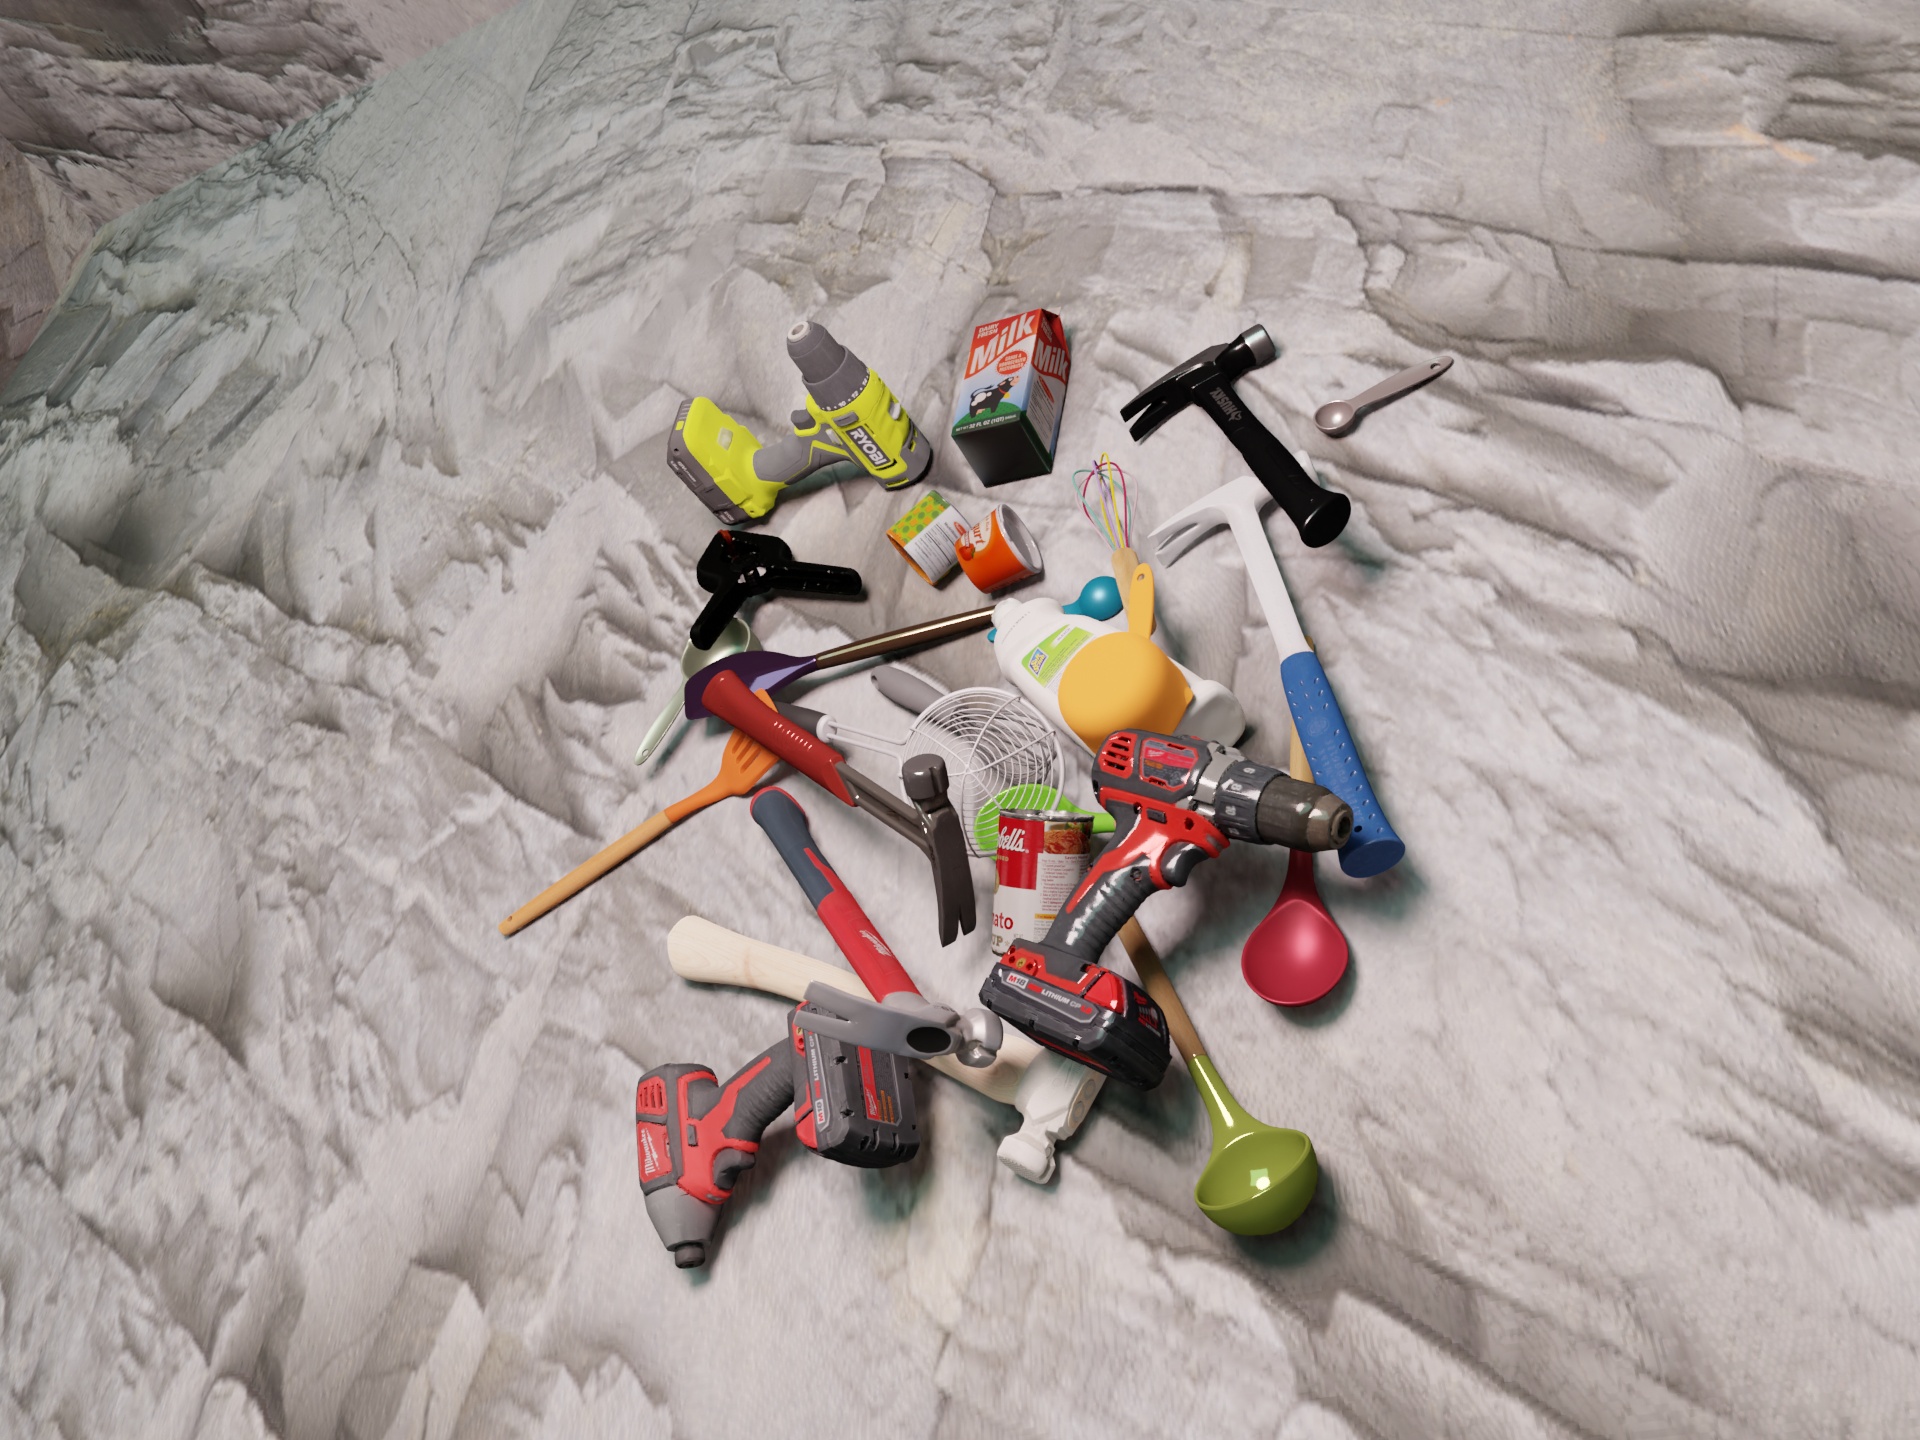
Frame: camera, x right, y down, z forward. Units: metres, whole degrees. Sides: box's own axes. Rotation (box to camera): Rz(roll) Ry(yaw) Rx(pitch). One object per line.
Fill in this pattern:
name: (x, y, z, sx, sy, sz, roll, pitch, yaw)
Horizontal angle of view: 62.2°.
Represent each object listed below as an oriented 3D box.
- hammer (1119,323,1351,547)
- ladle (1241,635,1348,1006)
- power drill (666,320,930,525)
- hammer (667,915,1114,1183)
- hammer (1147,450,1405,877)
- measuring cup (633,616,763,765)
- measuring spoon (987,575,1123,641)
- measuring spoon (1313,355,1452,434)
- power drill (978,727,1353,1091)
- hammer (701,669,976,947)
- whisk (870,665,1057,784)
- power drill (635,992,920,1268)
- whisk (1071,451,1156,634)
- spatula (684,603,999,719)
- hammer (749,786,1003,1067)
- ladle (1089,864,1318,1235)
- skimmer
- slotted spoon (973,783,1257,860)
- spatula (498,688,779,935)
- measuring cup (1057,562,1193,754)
hammer: (0.233, -0.224, 1.289, 0.146, 0.035, 0.335, -28, 33, 8)
ladle: (0.237, 0.063, 1.110, 0.069, 0.031, 0.316, -3, 52, 18)
power drill: (-0.167, -0.283, 1.532, 0.228, 0.190, 0.080, -13, 50, 29)
hammer: (-0.067, 0.203, 1.182, 0.411, 0.038, 0.146, 13, 62, 39)
hammer: (0.239, -0.048, 1.166, 0.144, 0.035, 0.406, -24, 42, 15)
measuring cup: (-0.243, -0.019, 1.472, 0.083, 0.038, 0.168, 19, 69, 41)
measuring spoon: (0.077, -0.093, 1.339, 0.128, 0.021, 0.042, -17, 48, 20)
measuring spoon: (0.351, -0.268, 1.316, 0.124, 0.018, 0.034, -26, 45, 3)
power drill: (0.133, 0.116, 1.020, 0.188, 0.080, 0.227, 15, 70, 44)
hammer: (-0.107, 0.043, 1.257, 0.036, 0.149, 0.359, -25, 31, -27)
whisk: (-0.003, -0.005, 1.303, 0.055, 0.055, 0.239, -50, 42, -12)
power drill: (-0.139, 0.286, 1.109, 0.219, 0.078, 0.143, -29, 54, 28)
whisk: (0.129, -0.148, 1.299, 0.047, 0.051, 0.245, -55, 25, 31)
spatula: (-0.102, -0.060, 1.404, 0.316, 0.018, 0.060, -14, 59, 14)
hammer: (-0.105, 0.132, 1.167, 0.038, 0.143, 0.387, -66, 29, 11)
ladle: (0.141, 0.198, 1.042, 0.078, 0.062, 0.321, -30, 42, 4)
skimmer: (-0.056, 0.021, 1.295, 0.363, 0.090, 0.127, 14, 90, 57)
slotted spoon: (0.133, 0.074, 1.126, 0.314, 0.031, 0.070, -4, 55, 45)
spatula: (-0.282, 0.093, 1.402, 0.322, 0.041, 0.081, -34, 49, 5)
measuring cup: (0.118, -0.056, 1.162, 0.095, 0.052, 0.174, -14, 53, 33)
